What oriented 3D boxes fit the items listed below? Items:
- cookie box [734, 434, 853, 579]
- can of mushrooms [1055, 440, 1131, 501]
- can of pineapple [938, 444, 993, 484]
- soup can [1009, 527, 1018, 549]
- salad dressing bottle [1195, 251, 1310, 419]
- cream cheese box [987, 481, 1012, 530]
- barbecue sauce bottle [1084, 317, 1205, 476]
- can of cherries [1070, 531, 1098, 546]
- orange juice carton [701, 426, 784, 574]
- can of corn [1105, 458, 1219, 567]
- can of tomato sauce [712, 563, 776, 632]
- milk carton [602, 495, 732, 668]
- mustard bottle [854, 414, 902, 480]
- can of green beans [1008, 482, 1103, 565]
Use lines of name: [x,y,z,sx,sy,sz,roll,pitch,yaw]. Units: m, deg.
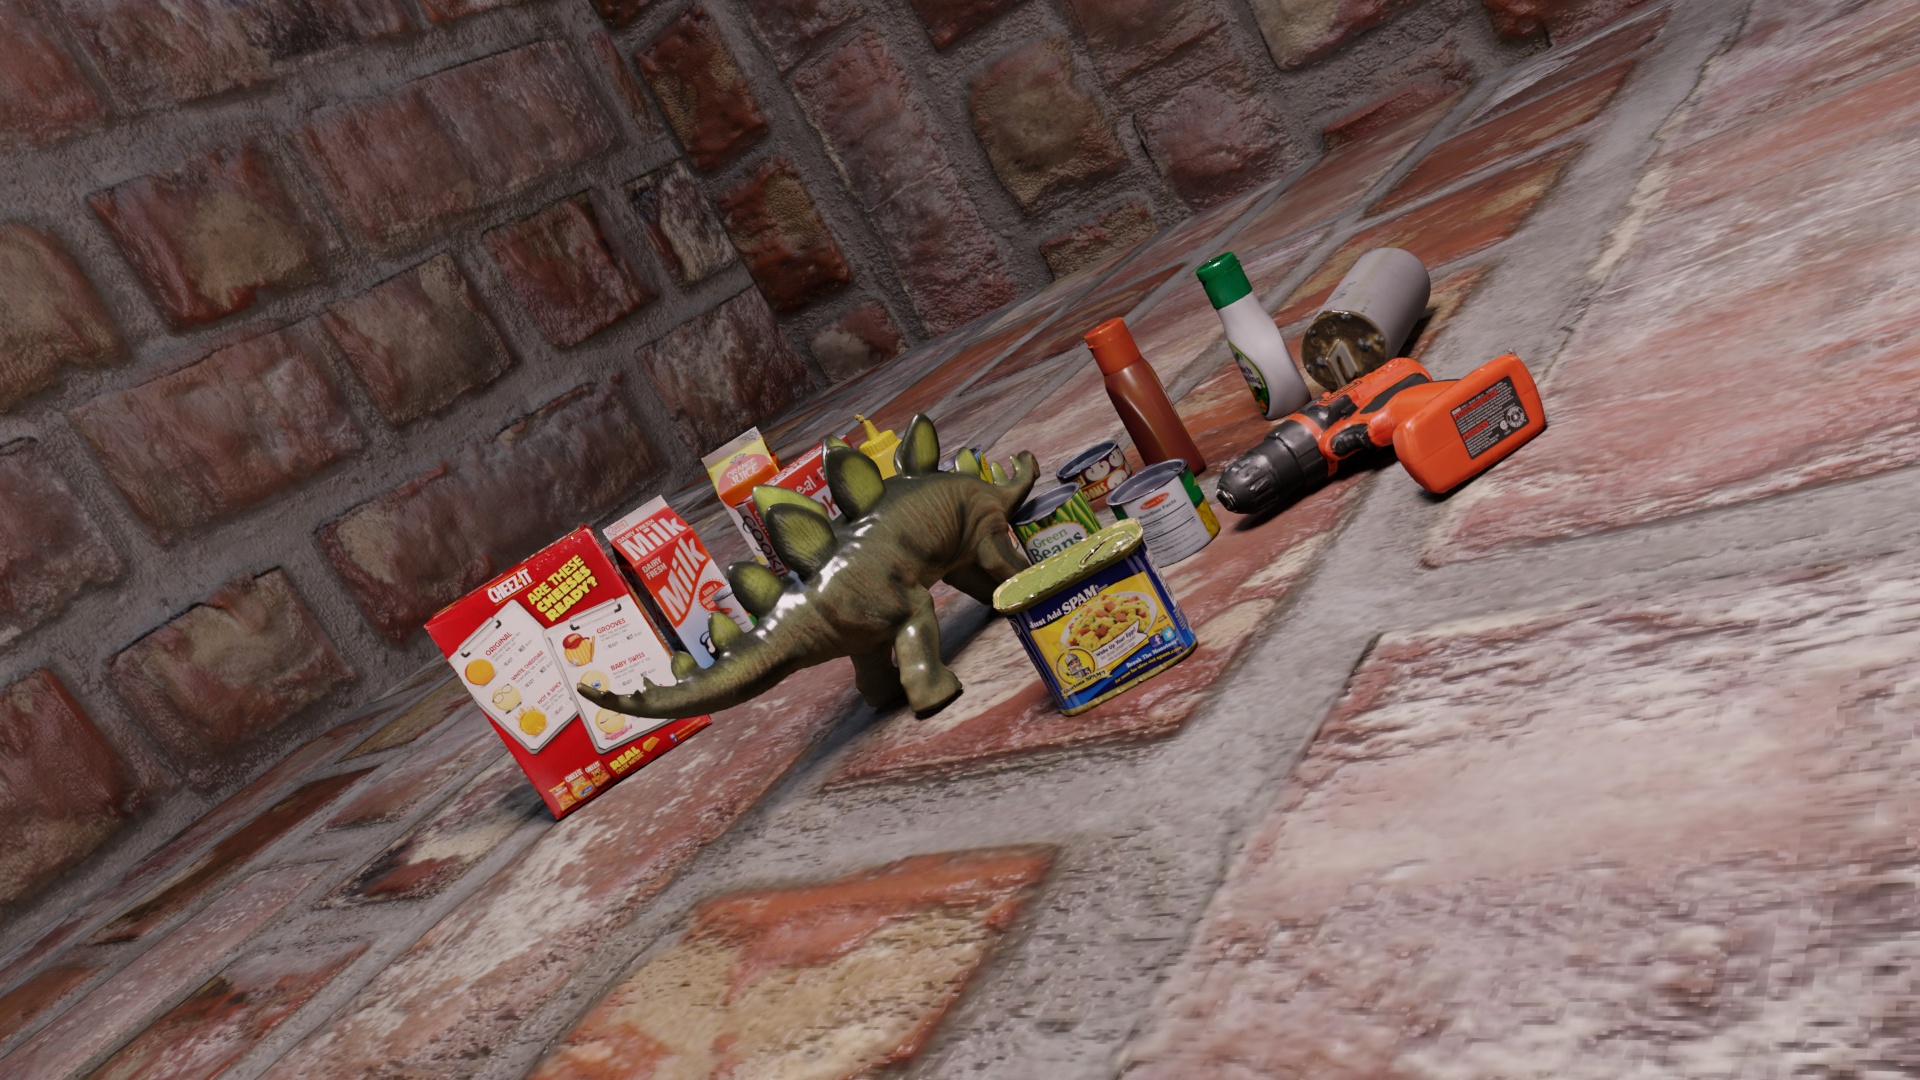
cookie box: [-0.115,0.005,1.275,0.040,0.167,0.123,-16,19,49]
can of mushrooms: [0.125,-0.063,1.311,0.071,0.033,0.071,-28,13,7]
can of pineapple: [0.007,-0.063,1.513,0.071,0.057,0.071,-28,13,7]
soup can: [0.005,-0.016,1.281,0.071,0.083,0.071,-28,13,7]
salad dressing bottle: [0.254,-0.179,1.212,0.044,0.147,0.064,-30,12,2]
cream cheese box: [0.023,-0.034,1.380,0.024,0.053,0.104,-31,13,-5]
barbecue sauce bottle: [0.156,-0.119,1.195,0.044,0.148,0.065,-32,12,-9]
can of cherries: [0.099,0.031,0.947,0.071,0.058,0.072,-28,13,7]
orange juice carton: [-0.208,-0.026,1.542,0.072,0.192,0.073,-30,12,0]
can of corn: [0.151,-0.021,1.034,0.071,0.058,0.071,-28,13,7]
can of tomato sauce: [-0.194,0.074,1.377,0.071,0.083,0.071,-28,13,7]
milk carton: [-0.282,0.052,1.411,0.072,0.190,0.073,-35,13,-23]
mustard bottle: [-0.063,-0.063,1.437,0.049,0.160,0.065,-30,12,0]
can of green beans: [0.081,-0.006,1.133,0.071,0.057,0.071,-28,13,7]
